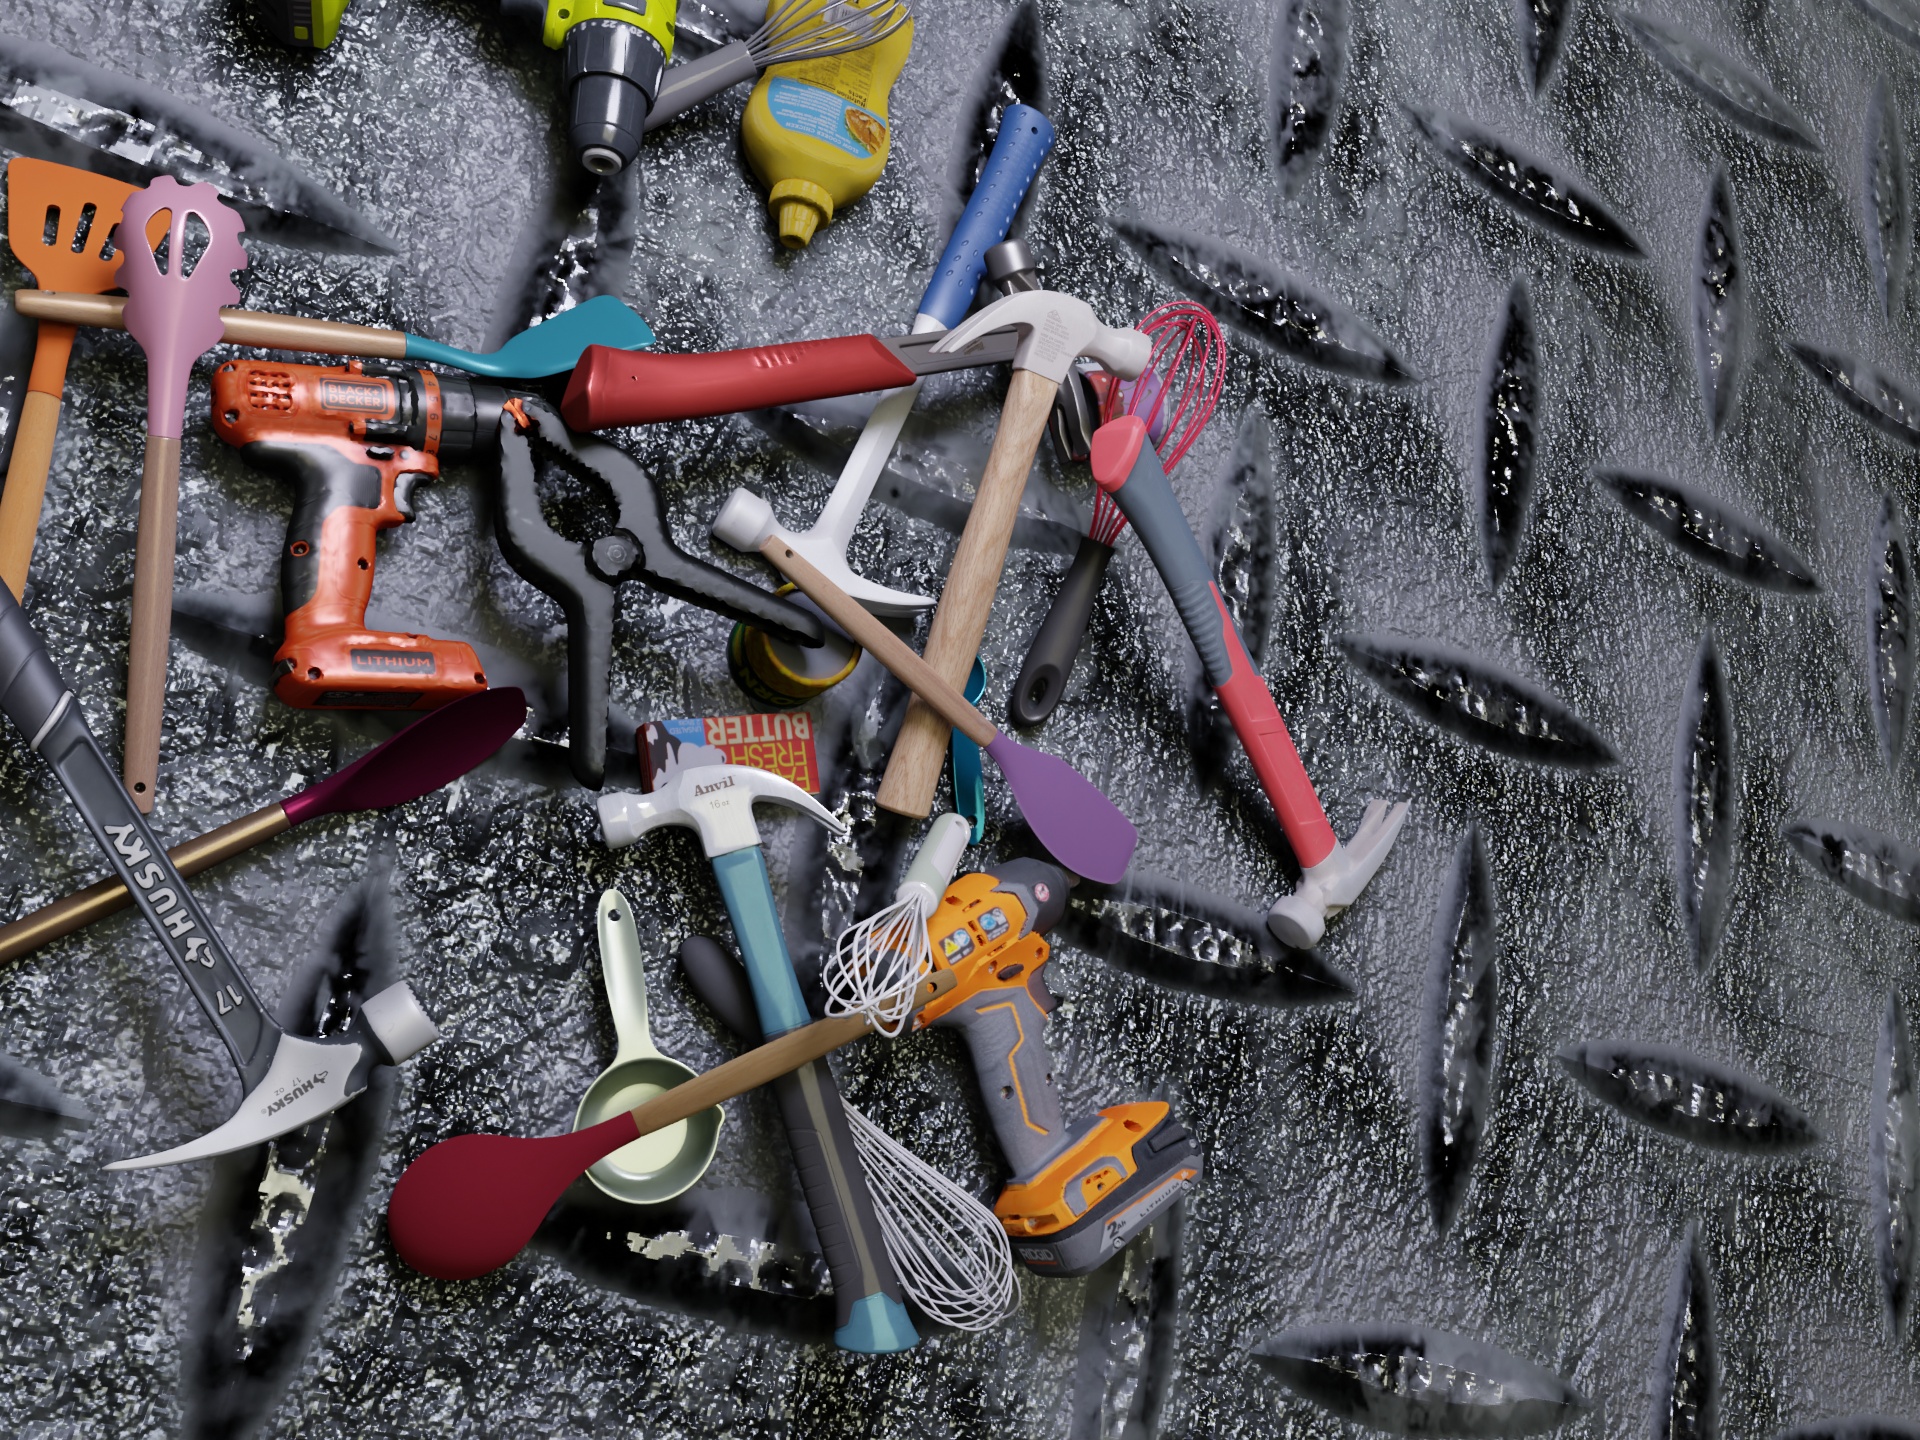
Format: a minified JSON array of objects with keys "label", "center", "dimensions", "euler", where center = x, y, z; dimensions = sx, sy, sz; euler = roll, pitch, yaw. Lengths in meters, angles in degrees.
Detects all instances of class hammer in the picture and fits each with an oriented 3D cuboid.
[{"label":"hammer","center":[0.010,-0.101,0.972],"dimensions":[0.130,0.031,0.331],"euler":[17,91,-25]},{"label":"hammer","center":[-0.018,-0.250,1.056],"dimensions":[0.144,0.035,0.406],"euler":[31,65,-18]},{"label":"hammer","center":[-0.069,-0.204,0.957],"dimensions":[0.359,0.037,0.149],"euler":[-19,92,-38]},{"label":"hammer","center":[-0.418,0.021,0.743],"dimensions":[0.149,0.036,0.409],"euler":[-33,88,-19]},{"label":"hammer","center":[0.190,-0.036,1.047],"dimensions":[0.143,0.038,0.386],"euler":[-45,119,-29]},{"label":"hammer","center":[-0.092,0.182,0.867],"dimensions":[0.128,0.033,0.331],"euler":[-16,83,-13]}]

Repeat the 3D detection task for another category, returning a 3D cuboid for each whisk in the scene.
[{"label":"whisk","center":[0.098,-0.133,1.033],"dimensions":[0.073,0.073,0.296],"euler":[22,92,-22]},{"label":"whisk","center":[-0.026,0.104,0.887],"dimensions":[0.057,0.059,0.246],"euler":[59,19,-10]},{"label":"whisk","center":[-0.066,0.234,0.906],"dimensions":[0.070,0.070,0.284],"euler":[-41,93,-29]},{"label":"whisk","center":[-0.134,-0.413,0.986],"dimensions":[0.239,0.055,0.055],"euler":[-28,92,-5]}]

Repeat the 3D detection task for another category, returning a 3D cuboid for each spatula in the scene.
[{"label":"spatula","center":[-0.327,-0.216,0.859],"dimensions":[0.317,0.082,0.044],"euler":[-2,123,-34]},{"label":"spatula","center":[-0.464,-0.137,0.799],"dimensions":[0.081,0.041,0.323],"euler":[11,77,-26]},{"label":"spatula","center":[-0.002,-0.003,0.953],"dimensions":[0.315,0.018,0.060],"euler":[42,56,-23]}]

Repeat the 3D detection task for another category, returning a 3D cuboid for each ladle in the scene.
[{"label":"ladle","center":[-0.144,0.199,0.826],"dimensions":[0.315,0.031,0.069],"euler":[-23,84,-14]}]

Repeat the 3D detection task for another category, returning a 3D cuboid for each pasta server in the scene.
[{"label":"pasta server","center":[-0.395,-0.112,0.786],"dimensions":[0.060,0.040,0.316],"euler":[4,93,-22]}]

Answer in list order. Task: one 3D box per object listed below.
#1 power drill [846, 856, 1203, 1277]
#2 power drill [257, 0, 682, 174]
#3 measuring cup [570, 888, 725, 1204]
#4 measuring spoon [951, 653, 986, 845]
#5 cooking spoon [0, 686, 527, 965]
[{"label":"power drill","center":[0.051,0.197,0.961],"dimensions":[0.164,0.084,0.226],"euler":[-29,89,-32]},{"label":"power drill","center":[-0.277,-0.423,0.916],"dimensions":[0.228,0.080,0.191],"euler":[9,74,-18]},{"label":"measuring cup","center":[-0.178,0.176,0.864],"dimensions":[0.083,0.038,0.168],"euler":[-8,77,-17]},{"label":"measuring spoon","center":[-0.002,0.016,1.015],"dimensions":[0.042,0.021,0.128],"euler":[-5,90,-30]},{"label":"cooking spoon","center":[-0.362,0.058,0.794],"dimensions":[0.319,0.068,0.017],"euler":[-29,66,-26]}]
